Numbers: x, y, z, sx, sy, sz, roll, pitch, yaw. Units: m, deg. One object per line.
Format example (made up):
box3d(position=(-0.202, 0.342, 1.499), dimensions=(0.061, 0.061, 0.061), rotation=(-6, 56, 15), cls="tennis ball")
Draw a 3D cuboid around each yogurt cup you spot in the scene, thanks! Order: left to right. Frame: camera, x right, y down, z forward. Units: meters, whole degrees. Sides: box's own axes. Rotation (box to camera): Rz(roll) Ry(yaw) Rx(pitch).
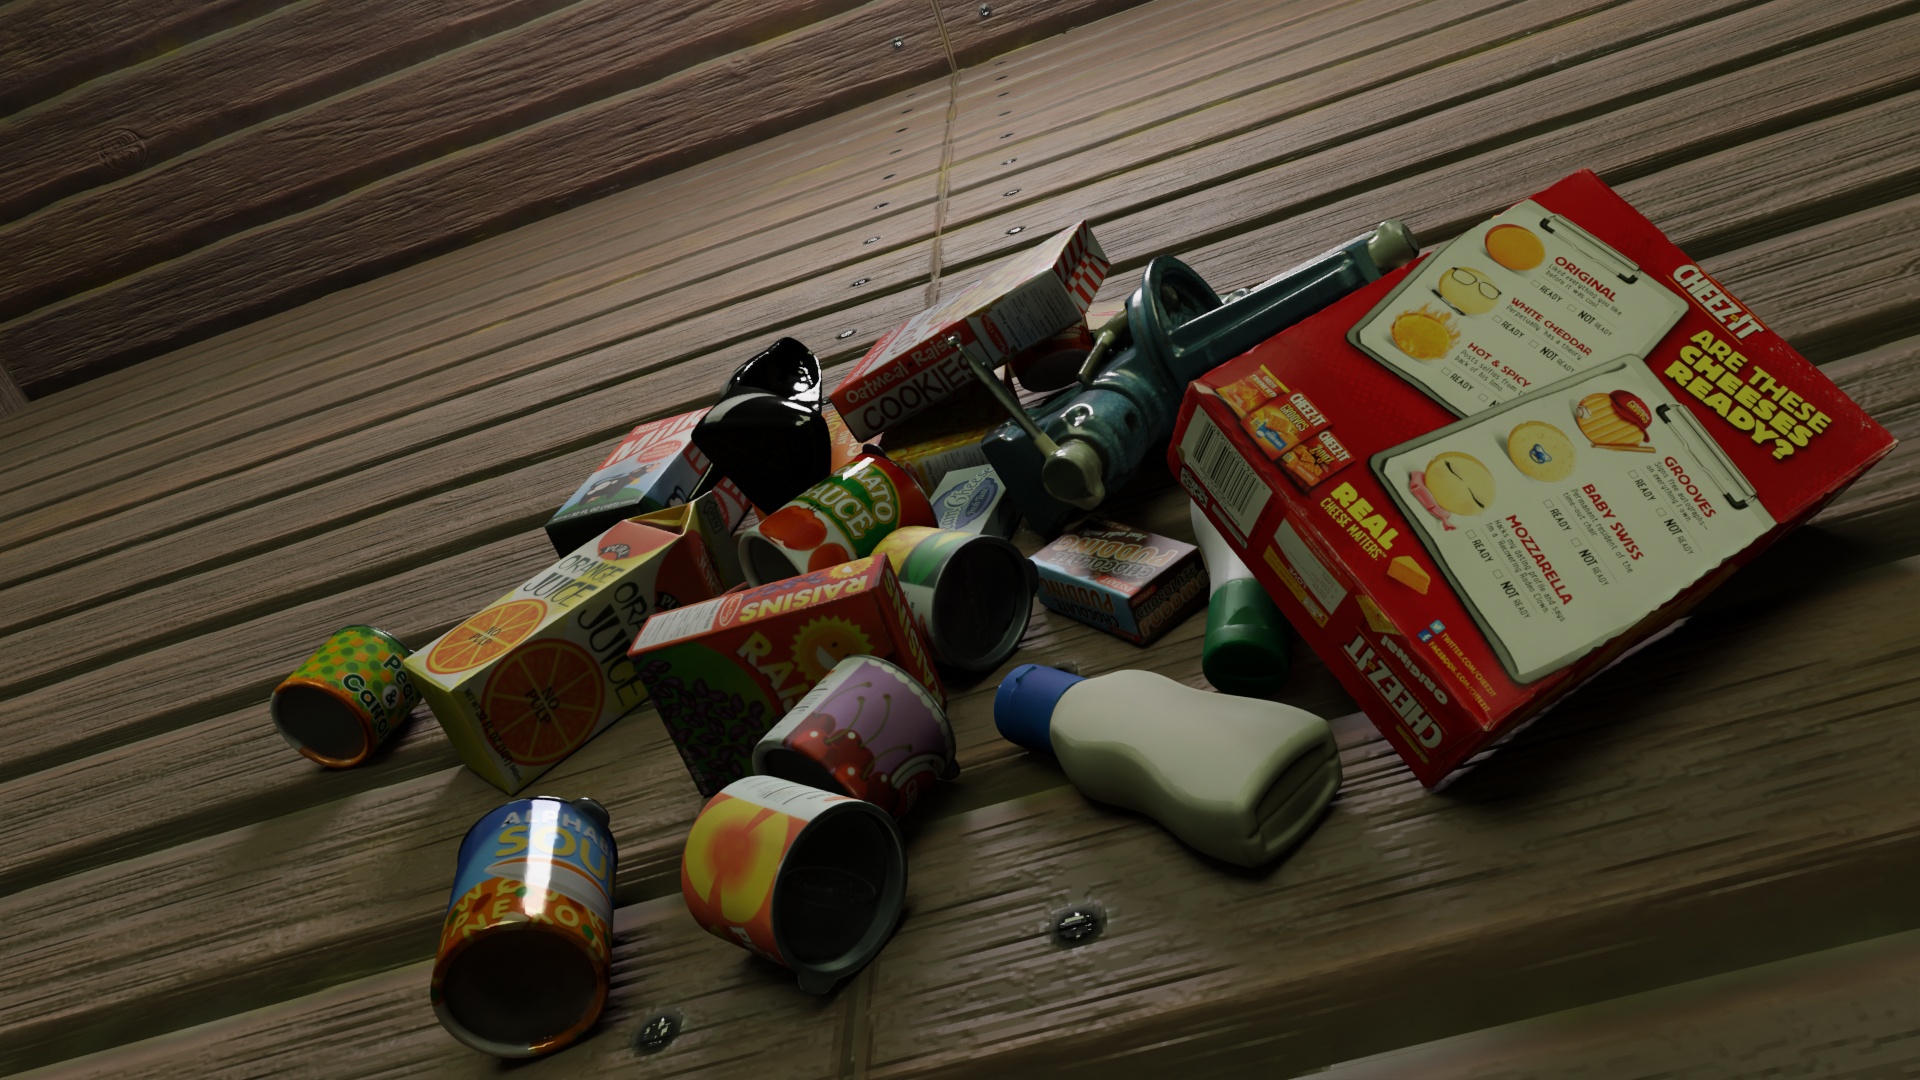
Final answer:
box3d(position=(0.059, -0.139, 0.958), dimensions=(0.072, 0.072, 0.054), rotation=(-19, 68, 3), cls="yogurt cup")

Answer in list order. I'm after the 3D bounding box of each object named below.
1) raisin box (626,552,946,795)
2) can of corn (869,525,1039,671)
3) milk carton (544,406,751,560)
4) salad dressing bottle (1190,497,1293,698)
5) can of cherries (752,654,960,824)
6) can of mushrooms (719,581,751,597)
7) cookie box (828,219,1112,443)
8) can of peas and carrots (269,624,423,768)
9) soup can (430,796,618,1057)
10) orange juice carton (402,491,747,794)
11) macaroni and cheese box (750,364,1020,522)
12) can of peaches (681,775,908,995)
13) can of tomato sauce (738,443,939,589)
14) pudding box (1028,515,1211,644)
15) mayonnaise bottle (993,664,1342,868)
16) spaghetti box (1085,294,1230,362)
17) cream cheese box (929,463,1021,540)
box3d(position=(-0.079, 0.063, 0.646), dimensions=(0.123, 0.085, 0.040), rotation=(-15, 24, 13), cls="raisin box")
box3d(position=(-0.006, 0.026, 0.688), dimensions=(0.071, 0.071, 0.058), rotation=(-38, 29, -32), cls="can of corn")
box3d(position=(-0.197, -0.032, 0.943), dimensions=(0.072, 0.073, 0.191), rotation=(-13, 26, 19), cls="milk carton")
box3d(position=(0.133, 0.005, 0.625), dimensions=(0.064, 0.043, 0.148), rotation=(2, 43, 14), cls="salad dressing bottle")
box3d(position=(-0.043, 0.093, 0.586), dimensions=(0.071, 0.071, 0.059), rotation=(2, 34, 41), cls="can of cherries")
box3d(position=(-0.108, 0.047, 0.763), dimensions=(0.071, 0.033, 0.071), rotation=(-18, 25, 9), cls="can of mushrooms")
box3d(position=(0.008, -0.132, 0.880), dimensions=(0.167, 0.040, 0.123), rotation=(-26, 16, 24), cls="cookie box")
box3d(position=(-0.362, 0.093, 0.828), dimensions=(0.071, 0.070, 0.059), rotation=(-11, 27, 22), cls="can of peas and carrots")
box3d(position=(-0.172, 0.152, 0.560), dimensions=(0.071, 0.071, 0.084), rotation=(-22, 25, -2), cls="soup can")
box3d(position=(-0.202, 0.050, 0.784), dimensions=(0.193, 0.071, 0.073), rotation=(-37, 30, -31), cls="orange juice carton")
box3d(position=(-0.045, -0.058, 0.918), dimensions=(0.166, 0.040, 0.124), rotation=(-15, 26, 11), cls="macaroni and cheese box")
box3d(position=(-0.064, 0.129, 0.529), dimensions=(0.058, 0.071, 0.071), rotation=(5, 36, 44), cls="can of peaches")
box3d(position=(-0.063, 0.001, 0.718), dimensions=(0.083, 0.071, 0.071), rotation=(-37, 29, -31), cls="can of tomato sauce")
box3d(position=(0.077, 0.018, 0.683), dimensions=(0.050, 0.030, 0.084), rotation=(-33, 27, -22), cls="pudding box")
box3d(position=(0.073, 0.081, 0.550), dimensions=(0.065, 0.041, 0.148), rotation=(-34, 27, -29), cls="mayonnaise bottle")
box3d(position=(0.175, -0.143, 0.932), dimensions=(0.250, 0.028, 0.050), rotation=(6, 36, 44), cls="spaghetti box")
box3d(position=(0.003, -0.010, 0.803), dimensions=(0.053, 0.024, 0.104), rotation=(-10, 27, 25), cls="cream cheese box")
